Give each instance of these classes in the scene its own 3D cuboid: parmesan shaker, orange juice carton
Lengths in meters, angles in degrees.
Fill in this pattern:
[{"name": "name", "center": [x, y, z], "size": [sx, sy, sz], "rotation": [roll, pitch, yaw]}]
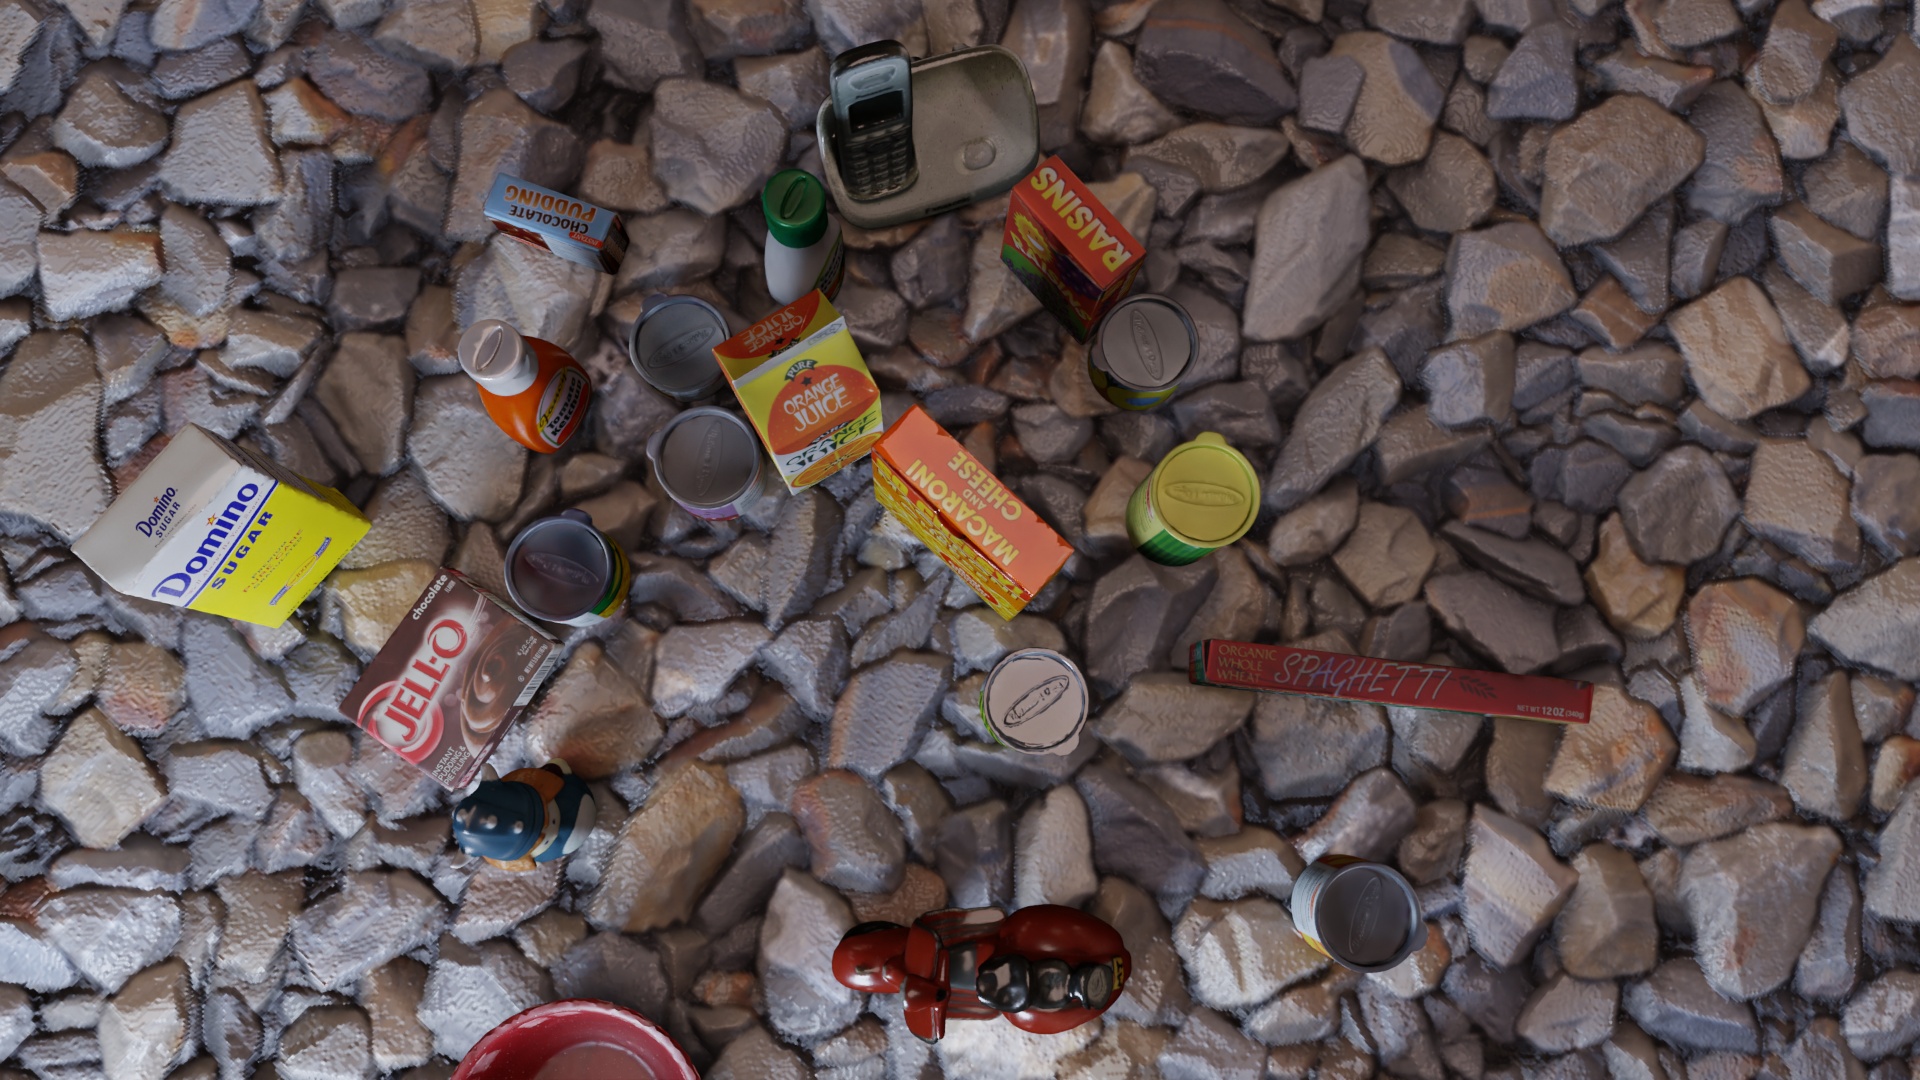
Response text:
[{"name": "parmesan shaker", "center": [0.145, -0.024, 0.879], "size": [0.071, 0.103, 0.071], "rotation": [0, 82, -2]}, {"name": "orange juice carton", "center": [-0.095, -0.089, 0.834], "size": [0.072, 0.192, 0.073], "rotation": [-30, 84, -6]}]

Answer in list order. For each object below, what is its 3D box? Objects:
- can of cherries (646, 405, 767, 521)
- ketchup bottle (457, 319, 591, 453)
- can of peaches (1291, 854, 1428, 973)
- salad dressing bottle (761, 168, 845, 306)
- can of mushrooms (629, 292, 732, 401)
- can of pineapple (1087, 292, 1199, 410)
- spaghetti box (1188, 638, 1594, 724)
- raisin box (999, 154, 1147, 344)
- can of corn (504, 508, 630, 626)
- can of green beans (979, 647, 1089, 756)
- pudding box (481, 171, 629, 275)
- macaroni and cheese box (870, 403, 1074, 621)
[{"name": "can of cherries", "center": [-0.162, -0.050, 0.894], "size": [0.071, 0.058, 0.071], "rotation": [0, 82, -2]}, {"name": "ketchup bottle", "center": [-0.268, -0.097, 0.851], "size": [0.043, 0.148, 0.065], "rotation": [24, 82, 1]}, {"name": "can of peaches", "center": [0.248, 0.233, 0.868], "size": [0.071, 0.058, 0.071], "rotation": [0, 82, -2]}, {"name": "salad dressing bottle", "center": [-0.099, -0.187, 0.871], "size": [0.044, 0.147, 0.064], "rotation": [25, 82, 1]}, {"name": "can of mushrooms", "center": [-0.184, -0.128, 0.917], "size": [0.071, 0.033, 0.071], "rotation": [0, 82, -2]}, {"name": "can of pineapple", "center": [0.117, -0.123, 0.916], "size": [0.071, 0.058, 0.071], "rotation": [0, 82, -2]}, {"name": "spaghetti box", "center": [0.273, 0.091, 0.894], "size": [0.250, 0.050, 0.029], "rotation": [6, 82, -1]}, {"name": "raisin box", "center": [0.069, -0.183, 0.890], "size": [0.040, 0.123, 0.086], "rotation": [-41, 85, -7]}, {"name": "can of corn", "center": [-0.246, 0.018, 0.880], "size": [0.071, 0.058, 0.071], "rotation": [0, 82, -2]}, {"name": "can of green beans", "center": [0.045, 0.102, 0.880], "size": [0.071, 0.057, 0.071], "rotation": [0, 82, -2]}, {"name": "pudding box", "center": [-0.266, -0.209, 0.917], "size": [0.084, 0.049, 0.030], "rotation": [20, 82, 1]}, {"name": "macaroni and cheese box", "center": [0.003, -0.011, 0.840], "size": [0.124, 0.166, 0.040], "rotation": [43, 83, 4]}]
